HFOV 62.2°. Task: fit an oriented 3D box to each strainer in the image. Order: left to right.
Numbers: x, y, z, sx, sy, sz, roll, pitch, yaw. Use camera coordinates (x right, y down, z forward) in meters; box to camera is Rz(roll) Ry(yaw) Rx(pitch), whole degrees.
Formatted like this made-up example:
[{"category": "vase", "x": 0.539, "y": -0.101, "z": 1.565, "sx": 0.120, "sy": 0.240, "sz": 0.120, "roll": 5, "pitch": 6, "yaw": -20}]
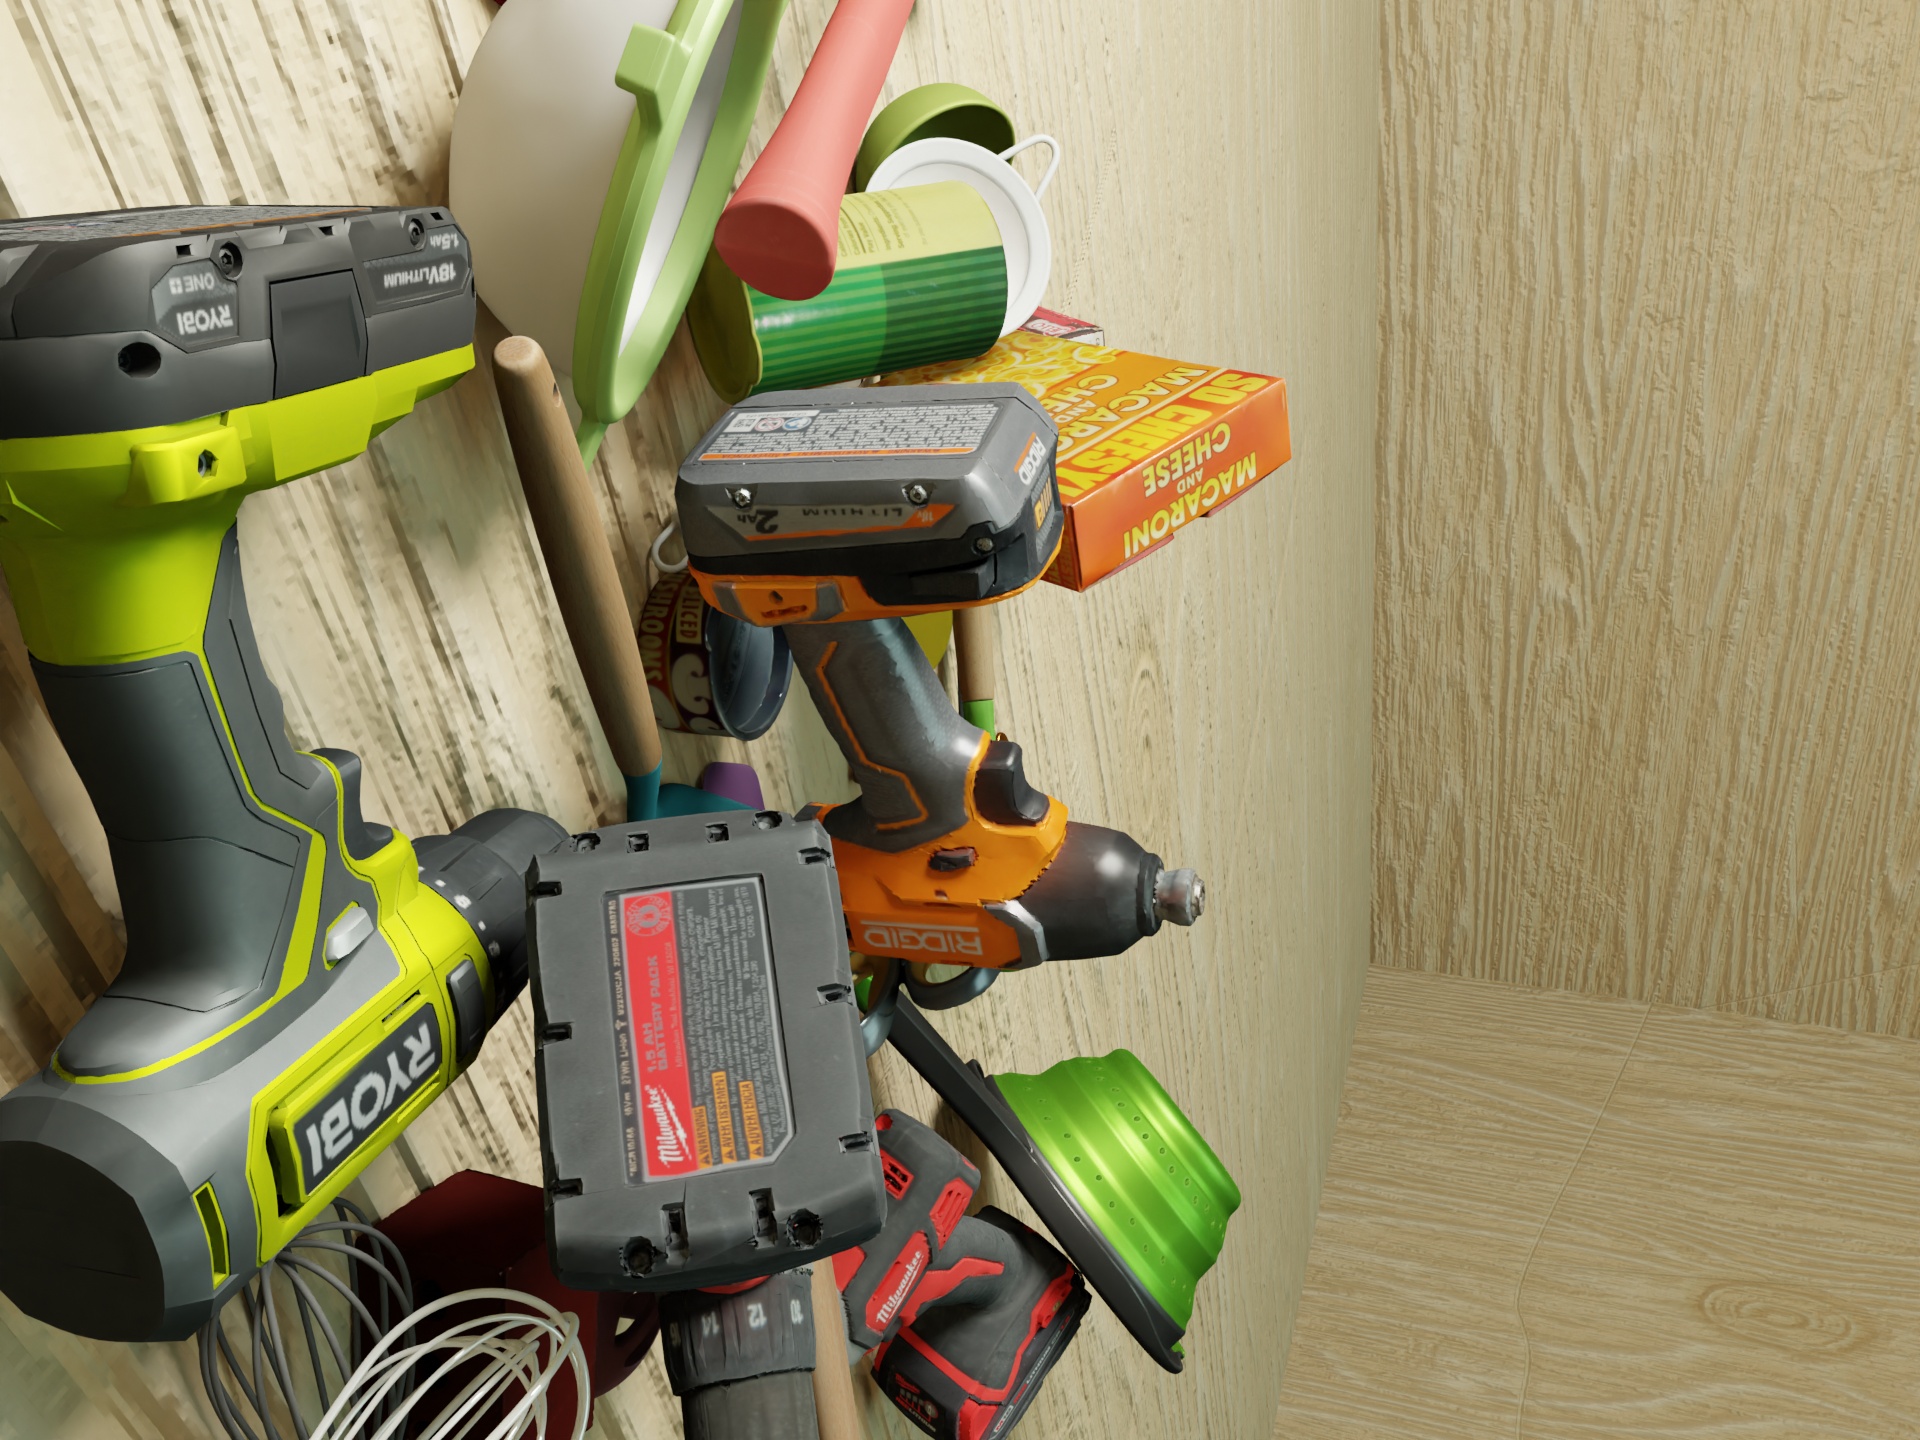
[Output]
[{"category": "strainer", "x": -0.095, "y": -0.206, "z": 0.486, "sx": 0.151, "sy": 0.069, "sz": 0.257, "roll": 120, "pitch": -13, "yaw": -50}, {"category": "strainer", "x": -0.042, "y": -0.149, "z": 0.638, "sx": 0.086, "sy": 0.050, "sz": 0.258, "roll": 44, "pitch": 63, "yaw": -14}]

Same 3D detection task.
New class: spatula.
[{"category": "spatula", "x": -0.095, "y": -0.004, "z": 0.503, "sx": 0.317, "sy": 0.044, "sz": 0.082, "roll": 91, "pitch": -3, "yaw": -59}, {"category": "spatula", "x": -0.068, "y": 0.171, "z": 0.626, "sx": 0.059, "sy": 0.018, "sz": 0.316, "roll": 8, "pitch": 70, "yaw": -68}]

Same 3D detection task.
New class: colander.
[{"category": "colander", "x": 0.056, "y": 0.205, "z": 0.856, "sx": 0.094, "sy": 0.205, "sz": 0.396, "roll": -38, "pitch": 129, "yaw": -4}]

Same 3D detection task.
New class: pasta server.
[{"category": "pasta server", "x": -0.094, "y": 0.138, "z": 0.654, "sx": 0.316, "sy": 0.040, "sz": 0.060, "roll": -65, "pitch": 152, "yaw": -50}]

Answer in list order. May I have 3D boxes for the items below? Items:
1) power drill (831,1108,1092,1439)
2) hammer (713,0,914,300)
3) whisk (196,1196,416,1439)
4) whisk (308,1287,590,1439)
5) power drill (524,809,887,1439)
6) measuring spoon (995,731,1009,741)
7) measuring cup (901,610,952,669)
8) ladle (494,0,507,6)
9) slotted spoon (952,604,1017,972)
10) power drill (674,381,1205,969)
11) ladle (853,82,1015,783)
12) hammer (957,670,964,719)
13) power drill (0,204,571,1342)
[{"category": "power drill", "x": -0.024, "y": 0.288, "z": 0.781, "sx": 0.143, "sy": 0.079, "sz": 0.219, "roll": -54, "pitch": 145, "yaw": -14}, {"category": "hammer", "x": -0.026, "y": -0.277, "z": 0.578, "sx": 0.149, "sy": 0.036, "sz": 0.359, "roll": 104, "pitch": -1, "yaw": -48}, {"category": "whisk", "x": -0.171, "y": 0.228, "z": 0.445, "sx": 0.055, "sy": 0.055, "sz": 0.238, "roll": -48, "pitch": 143, "yaw": -58}, {"category": "whisk", "x": -0.175, "y": 0.226, "z": 0.345, "sx": 0.058, "sy": 0.059, "sz": 0.246, "roll": 49, "pitch": 59, "yaw": -7}, {"category": "power drill", "x": -0.071, "y": 0.144, "z": 0.474, "sx": 0.226, "sy": 0.080, "sz": 0.188, "roll": 102, "pitch": -21, "yaw": -62}, {"category": "measuring spoon", "x": 0.026, "y": 0.060, "z": 0.875, "sx": 0.021, "sy": 0.011, "sz": 0.116, "roll": -43, "pitch": 130, "yaw": -54}, {"category": "measuring cup", "x": -0.052, "y": -0.050, "z": 0.675, "sx": 0.156, "sy": 0.029, "sz": 0.062, "roll": 18, "pitch": 91, "yaw": -59}, {"category": "ladle", "x": -0.084, "y": -0.323, "z": 0.564, "sx": 0.316, "sy": 0.031, "sz": 0.069, "roll": -65, "pitch": 157, "yaw": -46}, {"category": "slotted spoon", "x": 0.004, "y": -0.035, "z": 0.759, "sx": 0.031, "sy": 0.070, "sz": 0.314, "roll": -2, "pitch": 87, "yaw": -57}, {"category": "power drill", "x": -0.001, "y": -0.002, "z": 0.570, "sx": 0.084, "sy": 0.164, "sz": 0.226, "roll": -65, "pitch": 151, "yaw": -50}, {"category": "ladle", "x": -0.023, "y": -0.125, "z": 0.732, "sx": 0.078, "sy": 0.062, "sz": 0.320, "roll": -6, "pitch": 104, "yaw": -48}, {"category": "hammer", "x": 0.000, "y": -0.061, "z": 0.839, "sx": 0.149, "sy": 0.036, "sz": 0.408, "roll": -39, "pitch": 130, "yaw": -61}, {"category": "power drill", "x": -0.157, "y": -0.001, "z": 0.379, "sx": 0.190, "sy": 0.080, "sz": 0.228, "roll": -51, "pitch": 144, "yaw": -63}]
